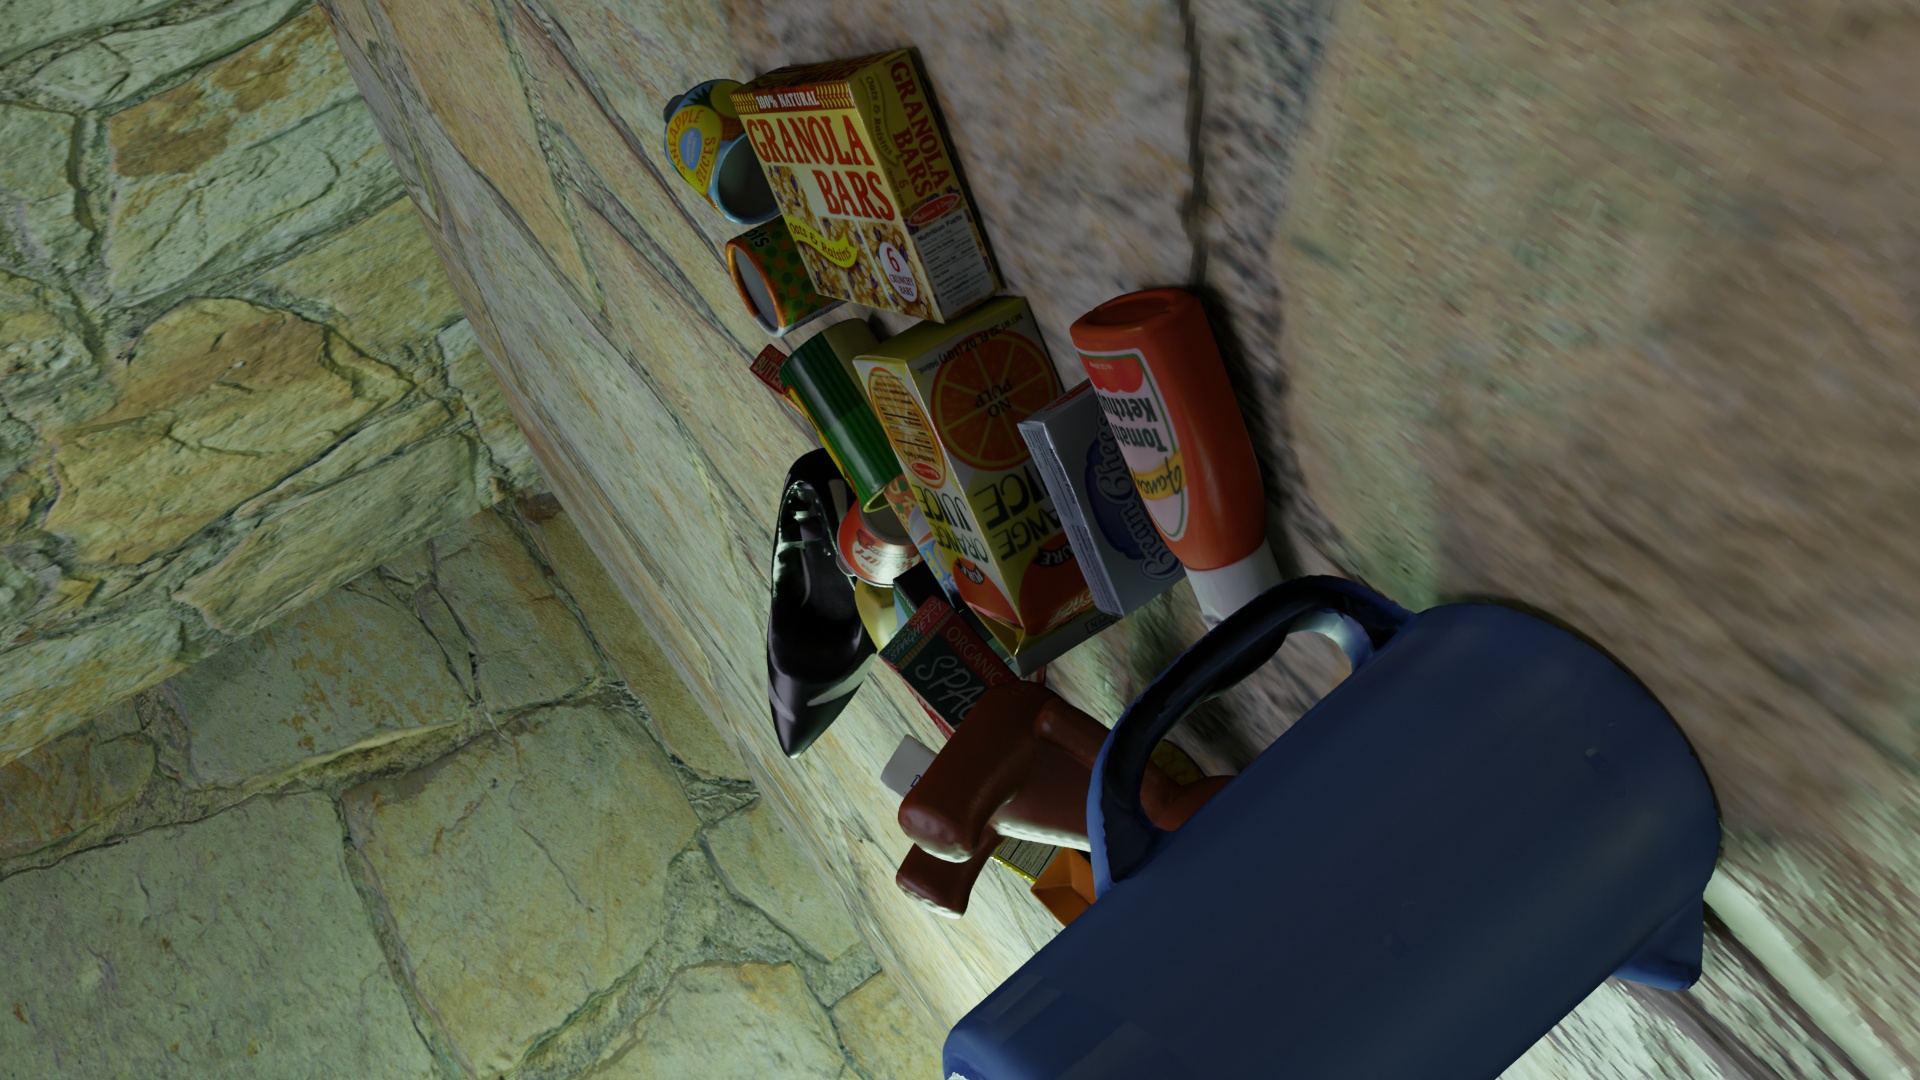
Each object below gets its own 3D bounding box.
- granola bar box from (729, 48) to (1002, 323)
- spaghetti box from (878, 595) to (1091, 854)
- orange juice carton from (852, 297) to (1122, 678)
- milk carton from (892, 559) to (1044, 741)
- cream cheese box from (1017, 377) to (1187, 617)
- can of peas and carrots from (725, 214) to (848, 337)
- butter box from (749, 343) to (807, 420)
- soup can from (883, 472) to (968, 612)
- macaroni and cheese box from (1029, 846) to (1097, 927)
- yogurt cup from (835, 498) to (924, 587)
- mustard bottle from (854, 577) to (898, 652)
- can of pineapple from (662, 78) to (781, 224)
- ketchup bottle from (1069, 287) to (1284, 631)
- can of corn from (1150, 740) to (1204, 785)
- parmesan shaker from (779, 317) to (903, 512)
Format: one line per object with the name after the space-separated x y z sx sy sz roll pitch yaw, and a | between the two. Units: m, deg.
-0.052 -0.183 0.718 0.166 0.039 0.123 27 145 59 | granola bar box
0.042 0.127 0.839 0.249 0.050 0.029 49 169 -32 | spaghetti box
0.025 -0.024 0.719 0.073 0.072 0.192 19 137 63 | orange juice carton
0.008 0.079 0.929 0.072 0.074 0.189 50 161 25 | milk carton
0.070 -0.021 0.633 0.024 0.053 0.103 17 135 61 | cream cheese box
-0.103 -0.167 0.847 0.071 0.059 0.070 49 159 26 | can of peas and carrots
-0.095 -0.089 0.946 0.103 0.024 0.053 42 178 -43 | butter box
0.003 -0.010 0.802 0.084 0.071 0.071 58 162 4 | soup can
0.126 0.251 0.830 0.124 0.040 0.166 40 180 37 | macaroni and cheese box
-0.048 -0.009 0.951 0.072 0.073 0.053 53 153 16 | yogurt cup
-0.035 0.069 1.051 0.049 0.065 0.159 54 168 34 | mustard bottle
-0.132 -0.227 0.810 0.058 0.071 0.070 45 158 33 | can of pineapple
0.096 -0.029 0.569 0.065 0.044 0.148 20 138 62 | ketchup bottle
0.112 0.160 0.807 0.071 0.058 0.070 50 160 26 | can of corn
-0.058 -0.078 0.865 0.103 0.071 0.071 57 162 8 | parmesan shaker
